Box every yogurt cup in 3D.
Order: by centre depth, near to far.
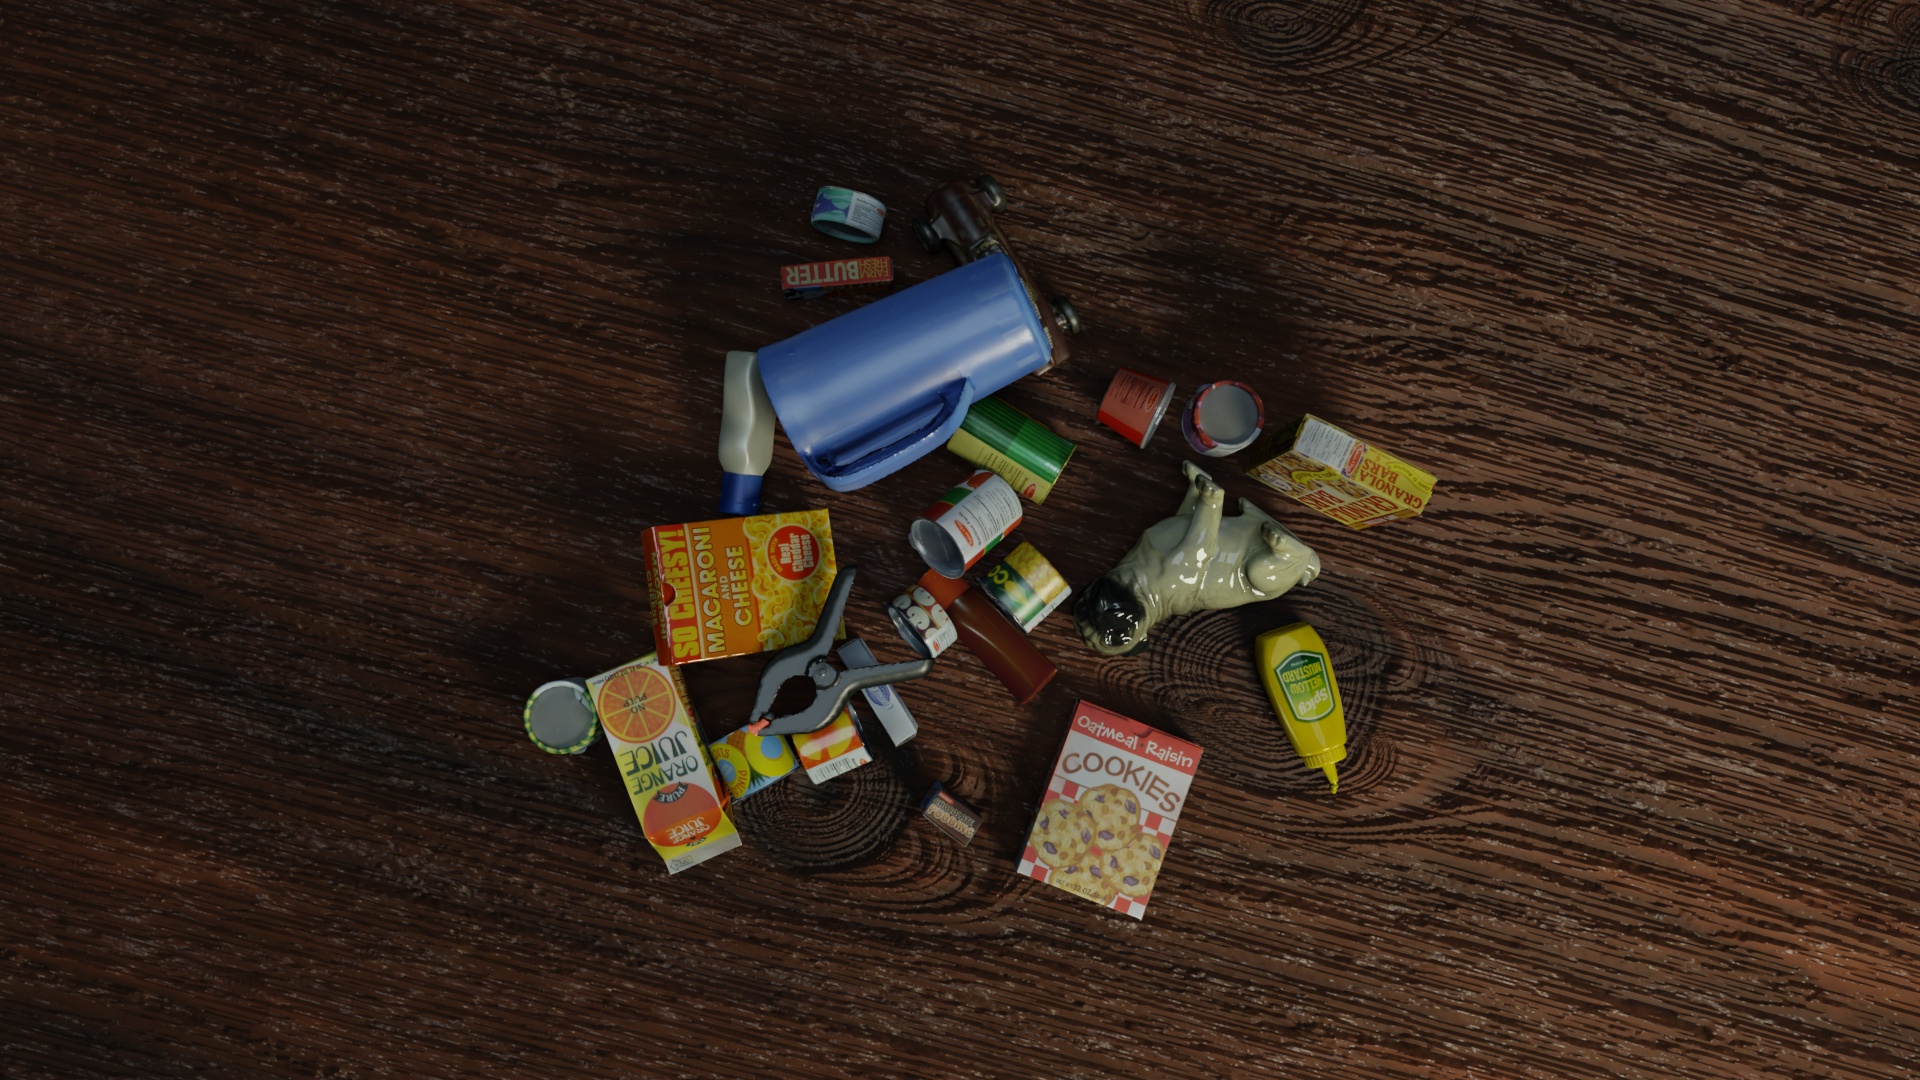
[{"bbox_3d":[0.162,-0.126,1.291,0.054,0.072,0.072,27,86,8],"label":"yogurt cup"}]

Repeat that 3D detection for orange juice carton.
[{"bbox_3d":[-0.264,0.198,1.252,0.072,0.073,0.192,-22,88,-3],"label":"orange juice carton"}]

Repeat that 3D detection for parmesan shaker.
[{"bbox_3d":[0.048,-0.088,1.281,0.103,0.071,0.071,32,86,1],"label":"parmesan shaker"}]

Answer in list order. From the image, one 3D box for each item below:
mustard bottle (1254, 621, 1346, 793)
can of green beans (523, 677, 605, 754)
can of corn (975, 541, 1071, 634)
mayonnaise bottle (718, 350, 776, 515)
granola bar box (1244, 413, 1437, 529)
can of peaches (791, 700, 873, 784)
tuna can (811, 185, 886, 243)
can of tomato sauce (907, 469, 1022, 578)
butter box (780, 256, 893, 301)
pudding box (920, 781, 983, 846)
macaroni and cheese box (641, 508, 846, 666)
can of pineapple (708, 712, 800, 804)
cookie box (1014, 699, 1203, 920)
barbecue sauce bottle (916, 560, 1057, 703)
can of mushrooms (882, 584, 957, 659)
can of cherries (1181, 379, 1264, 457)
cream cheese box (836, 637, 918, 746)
[{"bbox_3d":[0.323,0.157,1.285,0.065,0.049,0.160,-19,87,-1],"label":"mustard bottle"},{"bbox_3d":[-0.356,0.158,1.260,0.071,0.058,0.071,0,87,-2],"label":"can of green beans"},{"bbox_3d":[0.058,0.041,1.275,0.058,0.071,0.071,-42,89,-4],"label":"can of corn"},{"bbox_3d":[-0.197,-0.098,1.280,0.041,0.065,0.148,7,90,20],"label":"mayonnaise bottle"},{"bbox_3d":[0.335,-0.059,1.241,0.124,0.165,0.039,27,86,0],"label":"granola bar box"},{"bbox_3d":[-0.119,0.179,1.263,0.058,0.071,0.071,-24,88,-2],"label":"can of peaches"},{"bbox_3d":[-0.106,-0.303,1.294,0.071,0.071,0.033,14,87,-1],"label":"tuna can"},{"bbox_3d":[0.005,-0.016,1.265,0.071,0.071,0.083,49,59,1],"label":"can of tomato sauce"},{"bbox_3d":[-0.114,-0.244,1.295,0.103,0.053,0.024,-6,89,-2],"label":"butter box"},{"bbox_3d":[-0.009,0.245,1.252,0.049,0.083,0.030,36,84,1],"label":"pudding box"},{"bbox_3d":[-0.193,0.040,1.246,0.167,0.040,0.123,-7,86,-29],"label":"macaroni and cheese box"},{"bbox_3d":[-0.188,0.196,1.257,0.071,0.071,0.058,-28,87,-3],"label":"can of pineapple"},{"bbox_3d":[0.136,0.245,1.278,0.123,0.040,0.167,21,86,0],"label":"cookie box"},{"bbox_3d":[0.022,0.082,1.276,0.044,0.064,0.148,-41,80,-20],"label":"barbecue sauce bottle"},{"bbox_3d":[-0.037,0.073,1.269,0.033,0.071,0.071,-39,88,-15],"label":"can of mushrooms"},{"bbox_3d":[0.243,-0.116,1.295,0.071,0.058,0.071,0,87,-2],"label":"can of cherries"},{"bbox_3d":[-0.075,0.137,1.272,0.024,0.053,0.104,-32,88,-1],"label":"cream cheese box"}]
